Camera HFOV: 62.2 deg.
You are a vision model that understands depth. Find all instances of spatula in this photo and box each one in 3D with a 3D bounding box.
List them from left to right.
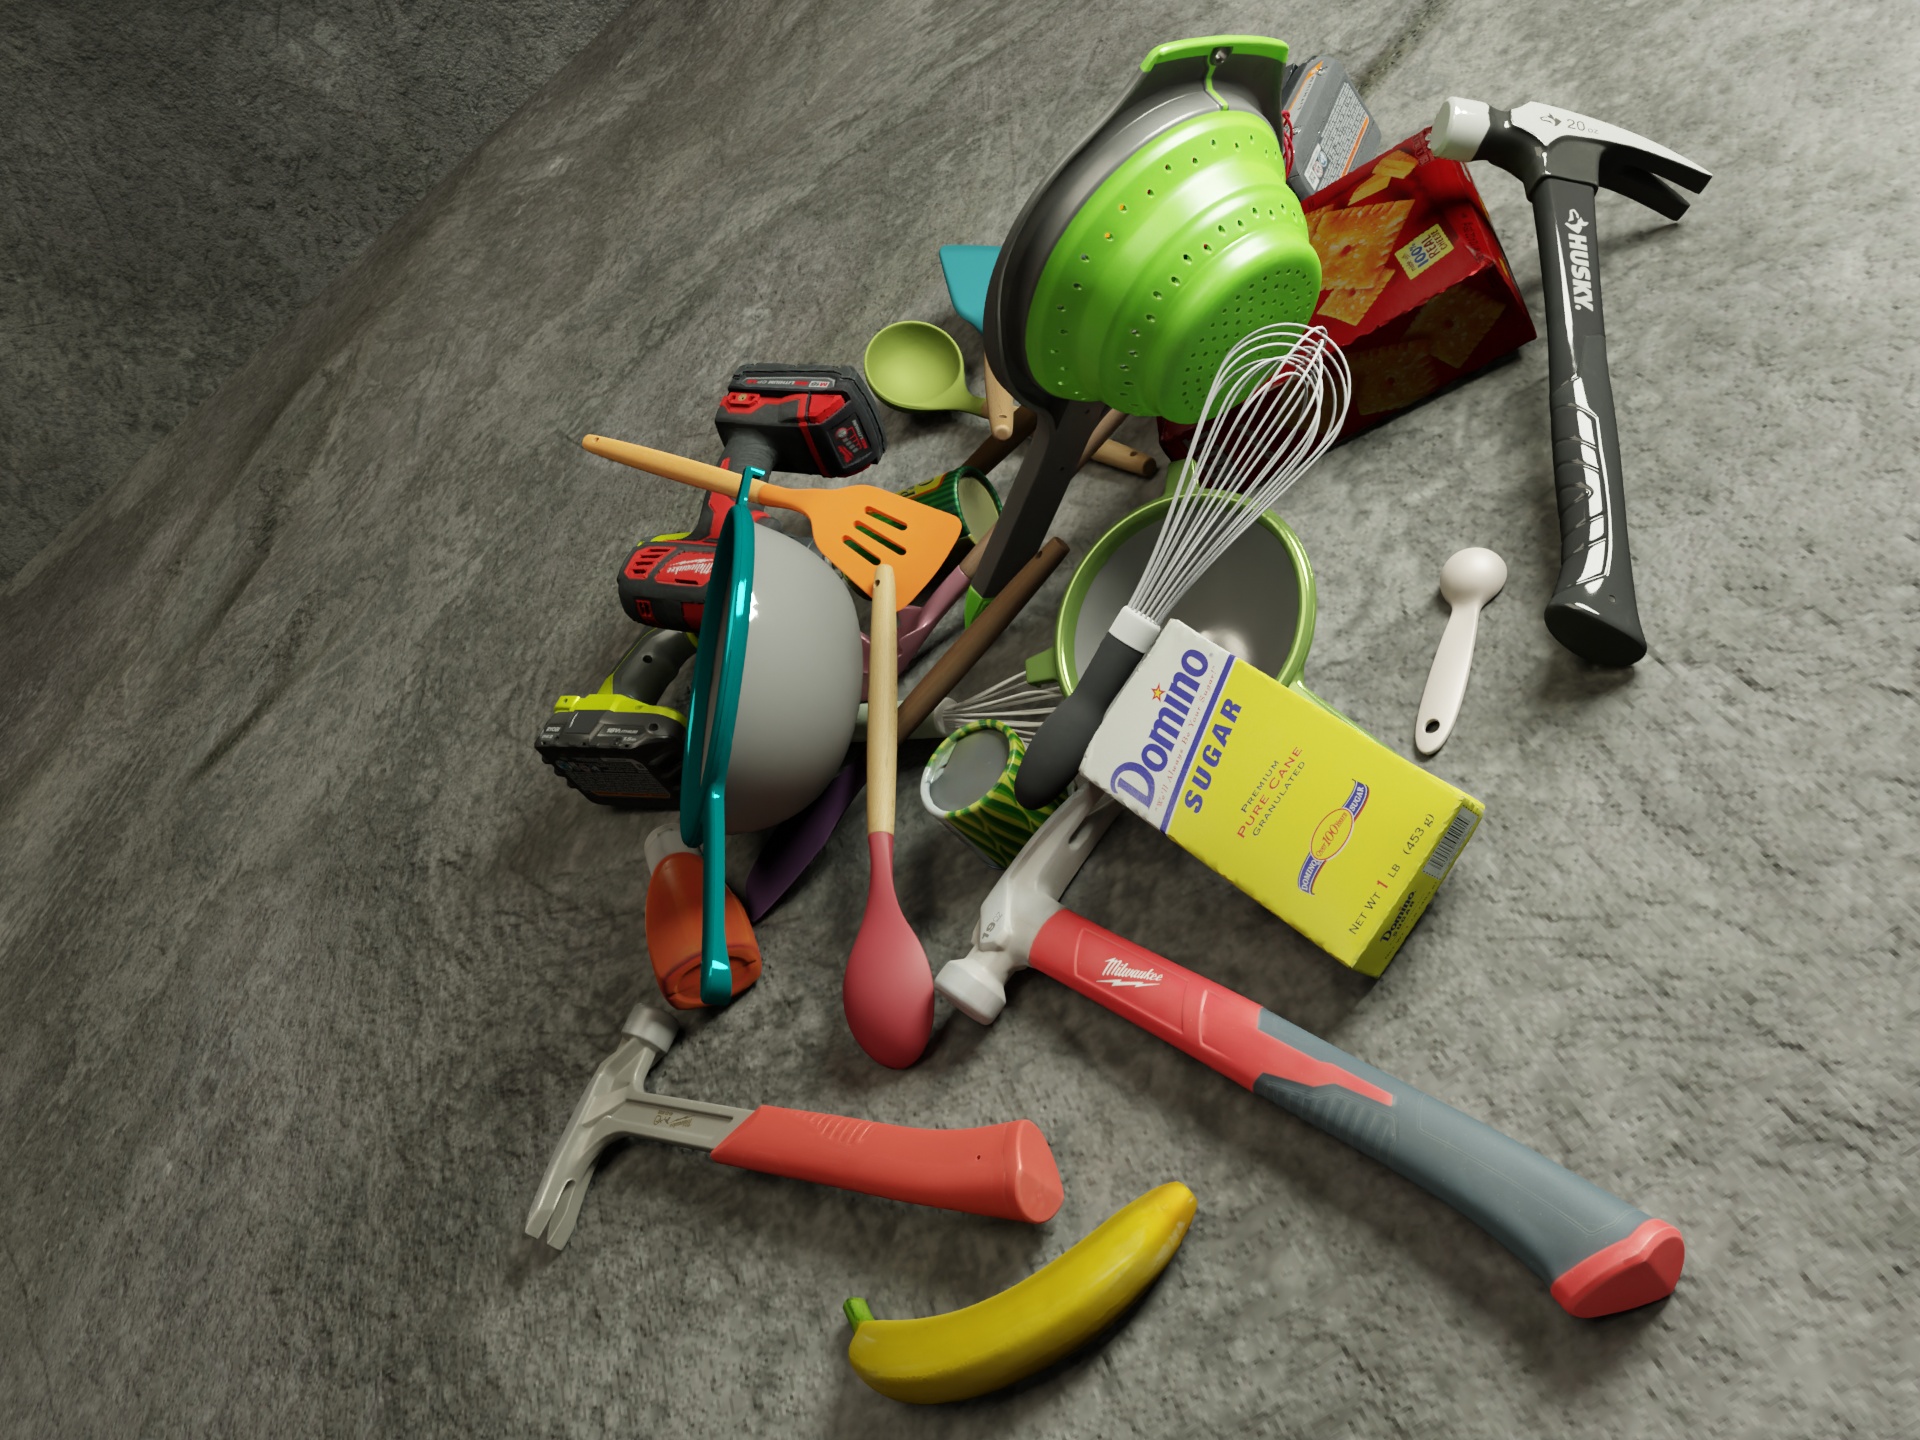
[{"bbox_3d":[-0.146,-0.153,1.086,0.323,0.041,0.081,21,66,34],"label":"spatula"},{"bbox_3d":[-0.040,0.006,0.969,0.316,0.018,0.060,-48,33,22],"label":"spatula"},{"bbox_3d":[0.025,-0.276,1.148,0.082,0.044,0.318,3,32,-3],"label":"spatula"}]

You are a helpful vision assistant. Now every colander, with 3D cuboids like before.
[{"bbox_3d":[0.094,-0.169,0.883,0.095,0.204,0.396,49,138,24],"label":"colander"}]

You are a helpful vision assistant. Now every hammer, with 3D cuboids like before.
[{"bbox_3d":[-0.097,0.233,0.844,0.359,0.036,0.149,-5,53,43],"label":"hammer"},{"bbox_3d":[0.144,0.136,0.713,0.387,0.038,0.143,22,70,51],"label":"hammer"},{"bbox_3d":[0.317,-0.178,0.803,0.035,0.146,0.335,109,168,-63],"label":"hammer"}]

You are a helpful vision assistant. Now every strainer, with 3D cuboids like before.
[{"bbox_3d":[-0.106,0.024,0.935,0.341,0.095,0.210,-97,21,-44],"label":"strainer"},{"bbox_3d":[0.162,-0.015,0.826,0.257,0.069,0.151,41,100,35],"label":"strainer"}]

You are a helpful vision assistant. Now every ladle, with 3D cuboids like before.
[{"bbox_3d":[-0.044,0.043,0.922,0.069,0.031,0.316,-26,53,39],"label":"ladle"},{"bbox_3d":[0.031,-0.229,1.144,0.078,0.062,0.320,-37,38,-16],"label":"ladle"}]

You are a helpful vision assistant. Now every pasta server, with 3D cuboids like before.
[{"bbox_3d":[0.016,-0.118,1.020,0.316,0.040,0.060,-46,24,22],"label":"pasta server"}]

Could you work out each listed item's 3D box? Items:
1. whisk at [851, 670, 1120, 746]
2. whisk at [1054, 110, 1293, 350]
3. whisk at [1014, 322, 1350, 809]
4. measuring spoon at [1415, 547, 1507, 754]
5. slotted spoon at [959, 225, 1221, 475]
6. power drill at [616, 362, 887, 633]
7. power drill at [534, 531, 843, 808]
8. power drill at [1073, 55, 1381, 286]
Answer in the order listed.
[{"bbox_3d":[-0.002,-0.003,0.979,0.246,0.057,0.059,-4,19,45],"label":"whisk"},{"bbox_3d":[0.123,-0.315,1.070,0.296,0.073,0.073,-33,31,56],"label":"whisk"},{"bbox_3d":[0.106,-0.073,0.809,0.284,0.070,0.070,-59,35,12],"label":"whisk"},{"bbox_3d":[0.245,-0.039,0.795,0.034,0.018,0.124,-3,55,42],"label":"measuring spoon"},{"bbox_3d":[0.073,-0.229,1.049,0.313,0.031,0.070,-39,41,43],"label":"slotted spoon"},{"bbox_3d":[-0.140,-0.153,1.141,0.143,0.078,0.220,8,57,25],"label":"power drill"},{"bbox_3d":[-0.197,-0.051,1.175,0.190,0.080,0.229,0,53,33],"label":"power drill"},{"bbox_3d":[0.177,-0.387,1.134,0.226,0.084,0.164,-4,53,46],"label":"power drill"}]
